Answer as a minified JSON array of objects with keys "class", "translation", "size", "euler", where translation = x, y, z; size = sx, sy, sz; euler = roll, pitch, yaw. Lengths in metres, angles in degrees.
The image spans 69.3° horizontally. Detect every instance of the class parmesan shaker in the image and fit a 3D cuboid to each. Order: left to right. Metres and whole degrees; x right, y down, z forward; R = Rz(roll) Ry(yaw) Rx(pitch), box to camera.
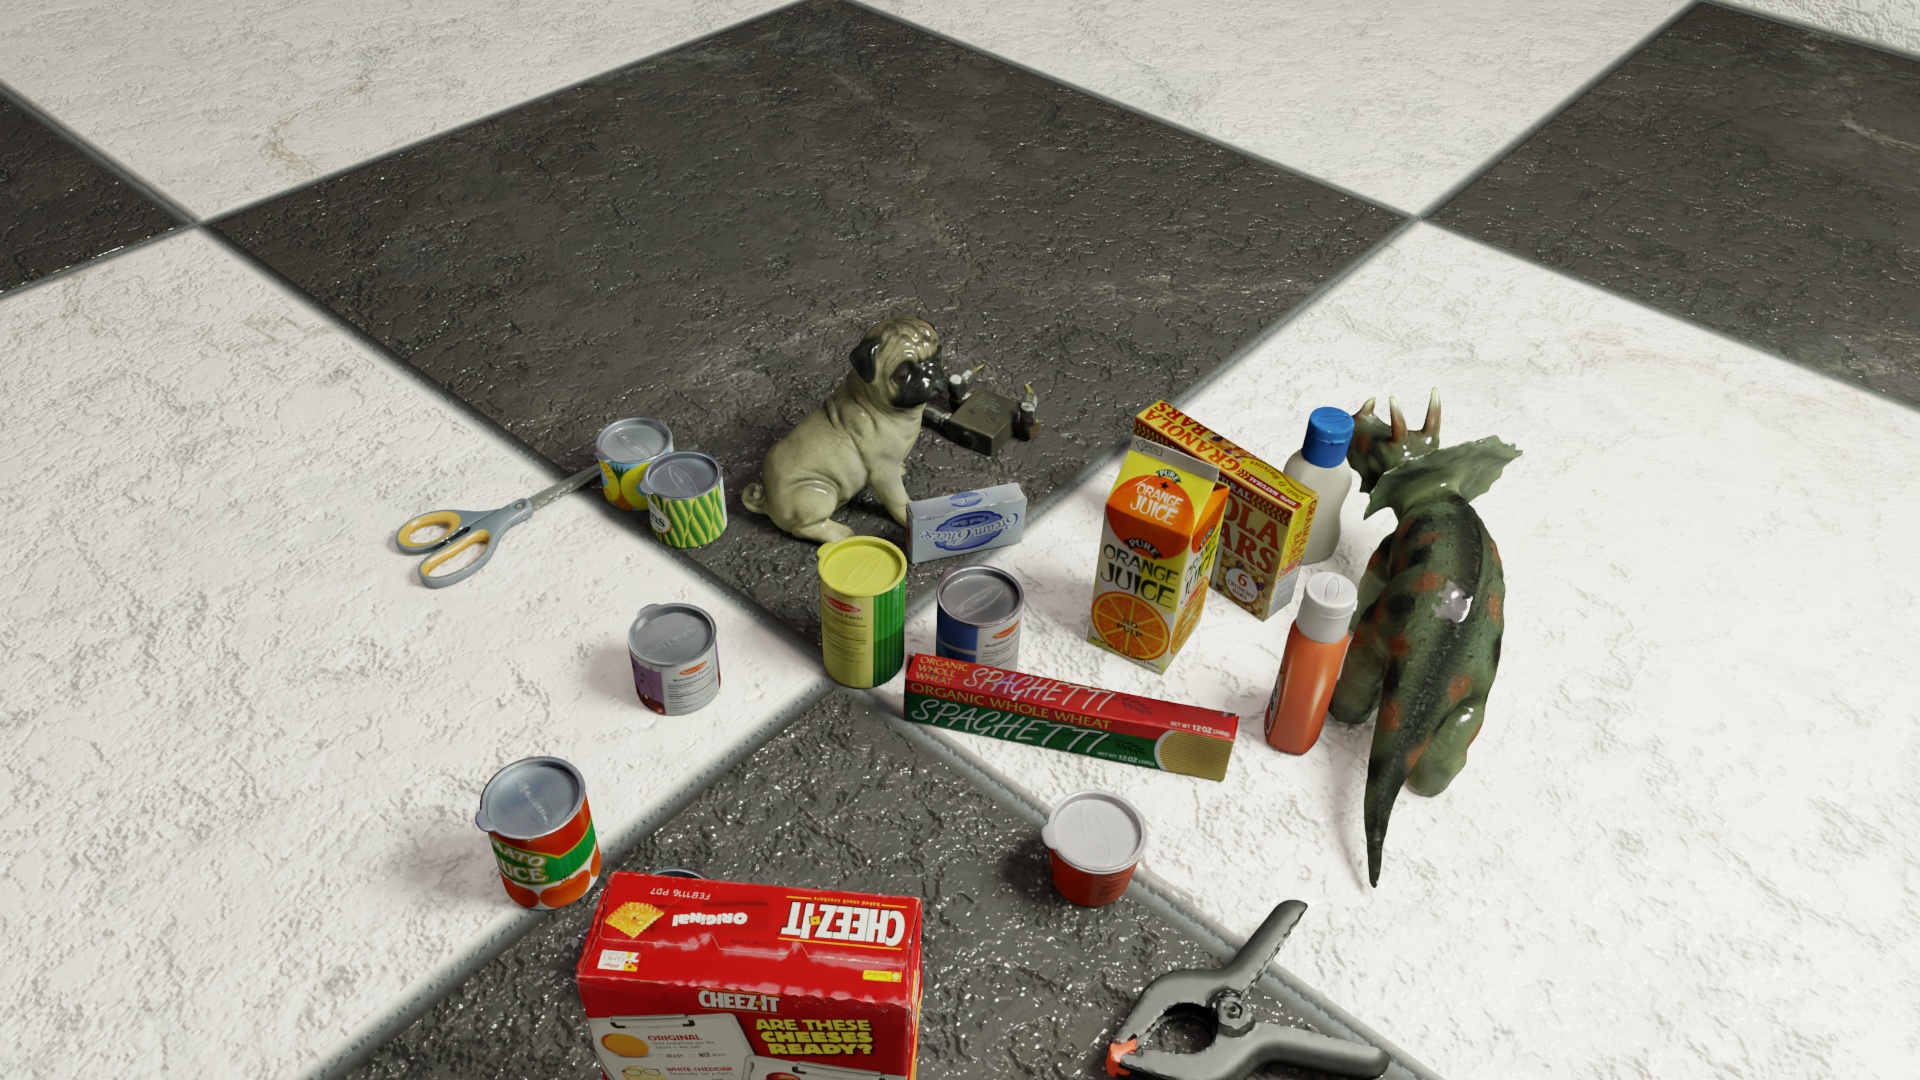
[{"class":"parmesan shaker","translation":[-0.078,0.055,1.075],"size":[0.071,0.102,0.072],"euler":[2,42,-1]}]

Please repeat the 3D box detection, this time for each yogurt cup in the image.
[{"class":"yogurt cup","translation":[0.091,0.212,0.947],"size":[0.072,0.053,0.073],"euler":[2,42,-1]}]

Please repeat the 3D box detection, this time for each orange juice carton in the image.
[{"class":"orange juice carton","translation":[0.154,0.005,1.077],"size":[0.072,0.191,0.073],"euler":[24,46,21]}]

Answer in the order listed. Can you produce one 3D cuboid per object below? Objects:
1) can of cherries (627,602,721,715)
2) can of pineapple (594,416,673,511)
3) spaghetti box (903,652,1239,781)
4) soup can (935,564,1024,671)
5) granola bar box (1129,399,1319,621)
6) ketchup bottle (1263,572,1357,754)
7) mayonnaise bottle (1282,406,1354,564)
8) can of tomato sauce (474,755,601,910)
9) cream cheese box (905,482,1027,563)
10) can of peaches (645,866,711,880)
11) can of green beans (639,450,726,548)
[{"class":"can of cherries","translation":[-0.219,0.089,1.062],"size":[0.071,0.058,0.072],"euler":[2,42,-1]},{"class":"can of pineapple","translation":[-0.288,-0.067,1.232],"size":[0.071,0.057,0.071],"euler":[2,42,-1]},{"class":"spaghetti box","translation":[0.079,0.132,1.038],"size":[0.250,0.049,0.029],"euler":[10,42,8]},{"class":"soup can","translation":[0.012,0.070,1.078],"size":[0.071,0.083,0.072],"euler":[2,42,-1]},{"class":"granola bar box","translation":[0.211,-0.025,1.165],"size":[0.039,0.123,0.166],"euler":[-31,52,-32]},{"class":"ketchup bottle","translation":[0.259,0.088,1.023],"size":[0.043,0.148,0.065],"euler":[15,43,14]},{"class":"mayonnaise bottle","translation":[0.299,-0.045,1.174],"size":[0.065,0.147,0.041],"euler":[-6,43,-10]},{"class":"can of tomato sauce","translation":[-0.278,0.196,0.921],"size":[0.071,0.082,0.071],"euler":[2,42,-1]},{"class":"cream cheese box","translation":[0.004,-0.015,1.194],"size":[0.104,0.053,0.024],"euler":[-11,44,-15]},{"class":"can of peaches","translation":[-0.182,0.253,0.882],"size":[0.071,0.057,0.071],"euler":[2,42,-1]},{"class":"can of green beans","translation":[-0.237,-0.036,1.200],"size":[0.071,0.057,0.071],"euler":[2,42,-1]}]
